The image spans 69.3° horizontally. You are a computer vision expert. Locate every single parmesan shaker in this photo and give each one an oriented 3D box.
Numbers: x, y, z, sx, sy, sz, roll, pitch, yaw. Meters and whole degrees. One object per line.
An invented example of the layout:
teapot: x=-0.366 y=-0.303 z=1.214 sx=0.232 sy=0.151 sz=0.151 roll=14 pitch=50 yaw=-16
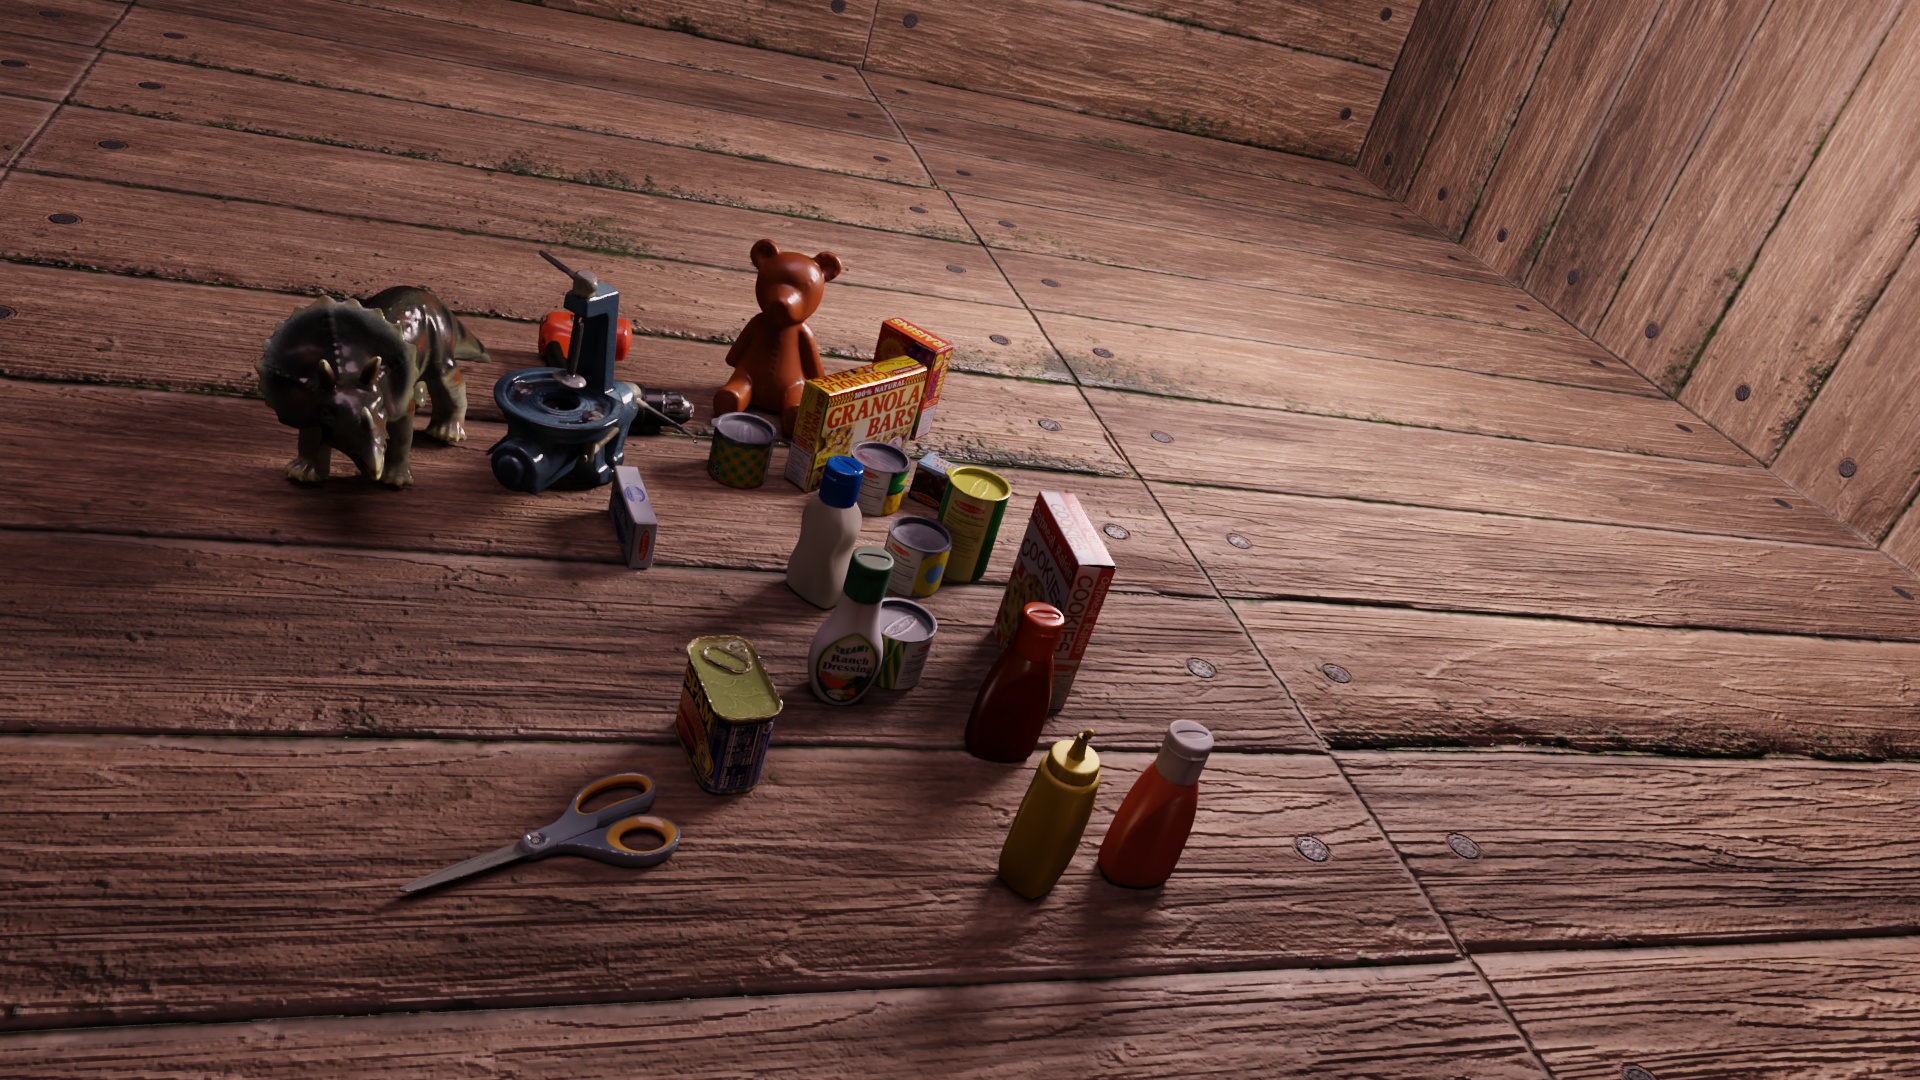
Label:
parmesan shaker: x=0.005 y=-0.018 z=1.446 sx=0.071 sy=0.102 sz=0.071 roll=13 pitch=30 yaw=-8

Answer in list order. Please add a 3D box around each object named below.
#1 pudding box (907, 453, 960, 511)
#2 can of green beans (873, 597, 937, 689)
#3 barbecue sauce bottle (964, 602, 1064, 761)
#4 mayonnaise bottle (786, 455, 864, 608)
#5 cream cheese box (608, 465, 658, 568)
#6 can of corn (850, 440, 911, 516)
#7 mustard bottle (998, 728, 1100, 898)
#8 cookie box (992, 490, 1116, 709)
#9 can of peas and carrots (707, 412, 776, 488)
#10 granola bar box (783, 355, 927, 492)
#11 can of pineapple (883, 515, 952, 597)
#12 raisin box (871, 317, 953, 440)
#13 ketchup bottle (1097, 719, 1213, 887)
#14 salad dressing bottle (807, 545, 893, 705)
pudding box: x=-0.012 y=-0.058 z=1.554 sx=0.084 sy=0.049 sz=0.030 roll=24 pitch=31 yaw=11
can of green beans: x=-0.060 y=0.095 z=1.274 sx=0.071 sy=0.057 sz=0.071 roll=13 pitch=31 yaw=-8
barbecue sauce bottle: x=0.051 y=0.122 z=1.196 sx=0.065 sy=0.147 sz=0.044 roll=6 pitch=32 yaw=-19
mayonnaise bottle: x=-0.124 y=-0.010 z=1.323 sx=0.065 sy=0.147 sz=0.041 roll=32 pitch=33 yaw=24
cream cheese box: x=-0.317 y=-0.023 z=1.341 sx=0.024 sy=0.053 sz=0.104 roll=0 pitch=34 yaw=-27
can of corn: x=-0.092 y=-0.069 z=1.524 sx=0.071 sy=0.058 sz=0.071 roll=13 pitch=31 yaw=-8
mustard bottle: x=0.075 y=0.202 z=1.067 sx=0.049 sy=0.159 sz=0.065 roll=30 pitch=33 yaw=22
cookie box: x=0.086 y=0.055 z=1.304 sx=0.040 sy=0.166 sz=0.123 roll=5 pitch=32 yaw=-21
can of peas and carrots: x=-0.238 y=-0.097 z=1.496 sx=0.071 sy=0.058 sz=0.071 roll=13 pitch=31 yaw=-8
granola bar box: x=-0.115 y=-0.132 z=1.550 sx=0.039 sy=0.123 sz=0.166 roll=34 pitch=34 yaw=26
can of pineapple: x=-0.045 y=0.016 z=1.410 sx=0.071 sy=0.057 sz=0.071 roll=13 pitch=31 yaw=-8
raisin box: x=-0.066 y=-0.196 z=1.680 sx=0.086 sy=0.122 sz=0.040 roll=31 pitch=33 yaw=22
ketchup bottle: x=0.160 y=0.211 z=1.106 sx=0.065 sy=0.148 sz=0.044 roll=4 pitch=33 yaw=-22
salad dressing bottle: x=-0.092 y=0.074 z=1.203 sx=0.064 sy=0.146 sz=0.044 roll=8 pitch=31 yaw=-15
